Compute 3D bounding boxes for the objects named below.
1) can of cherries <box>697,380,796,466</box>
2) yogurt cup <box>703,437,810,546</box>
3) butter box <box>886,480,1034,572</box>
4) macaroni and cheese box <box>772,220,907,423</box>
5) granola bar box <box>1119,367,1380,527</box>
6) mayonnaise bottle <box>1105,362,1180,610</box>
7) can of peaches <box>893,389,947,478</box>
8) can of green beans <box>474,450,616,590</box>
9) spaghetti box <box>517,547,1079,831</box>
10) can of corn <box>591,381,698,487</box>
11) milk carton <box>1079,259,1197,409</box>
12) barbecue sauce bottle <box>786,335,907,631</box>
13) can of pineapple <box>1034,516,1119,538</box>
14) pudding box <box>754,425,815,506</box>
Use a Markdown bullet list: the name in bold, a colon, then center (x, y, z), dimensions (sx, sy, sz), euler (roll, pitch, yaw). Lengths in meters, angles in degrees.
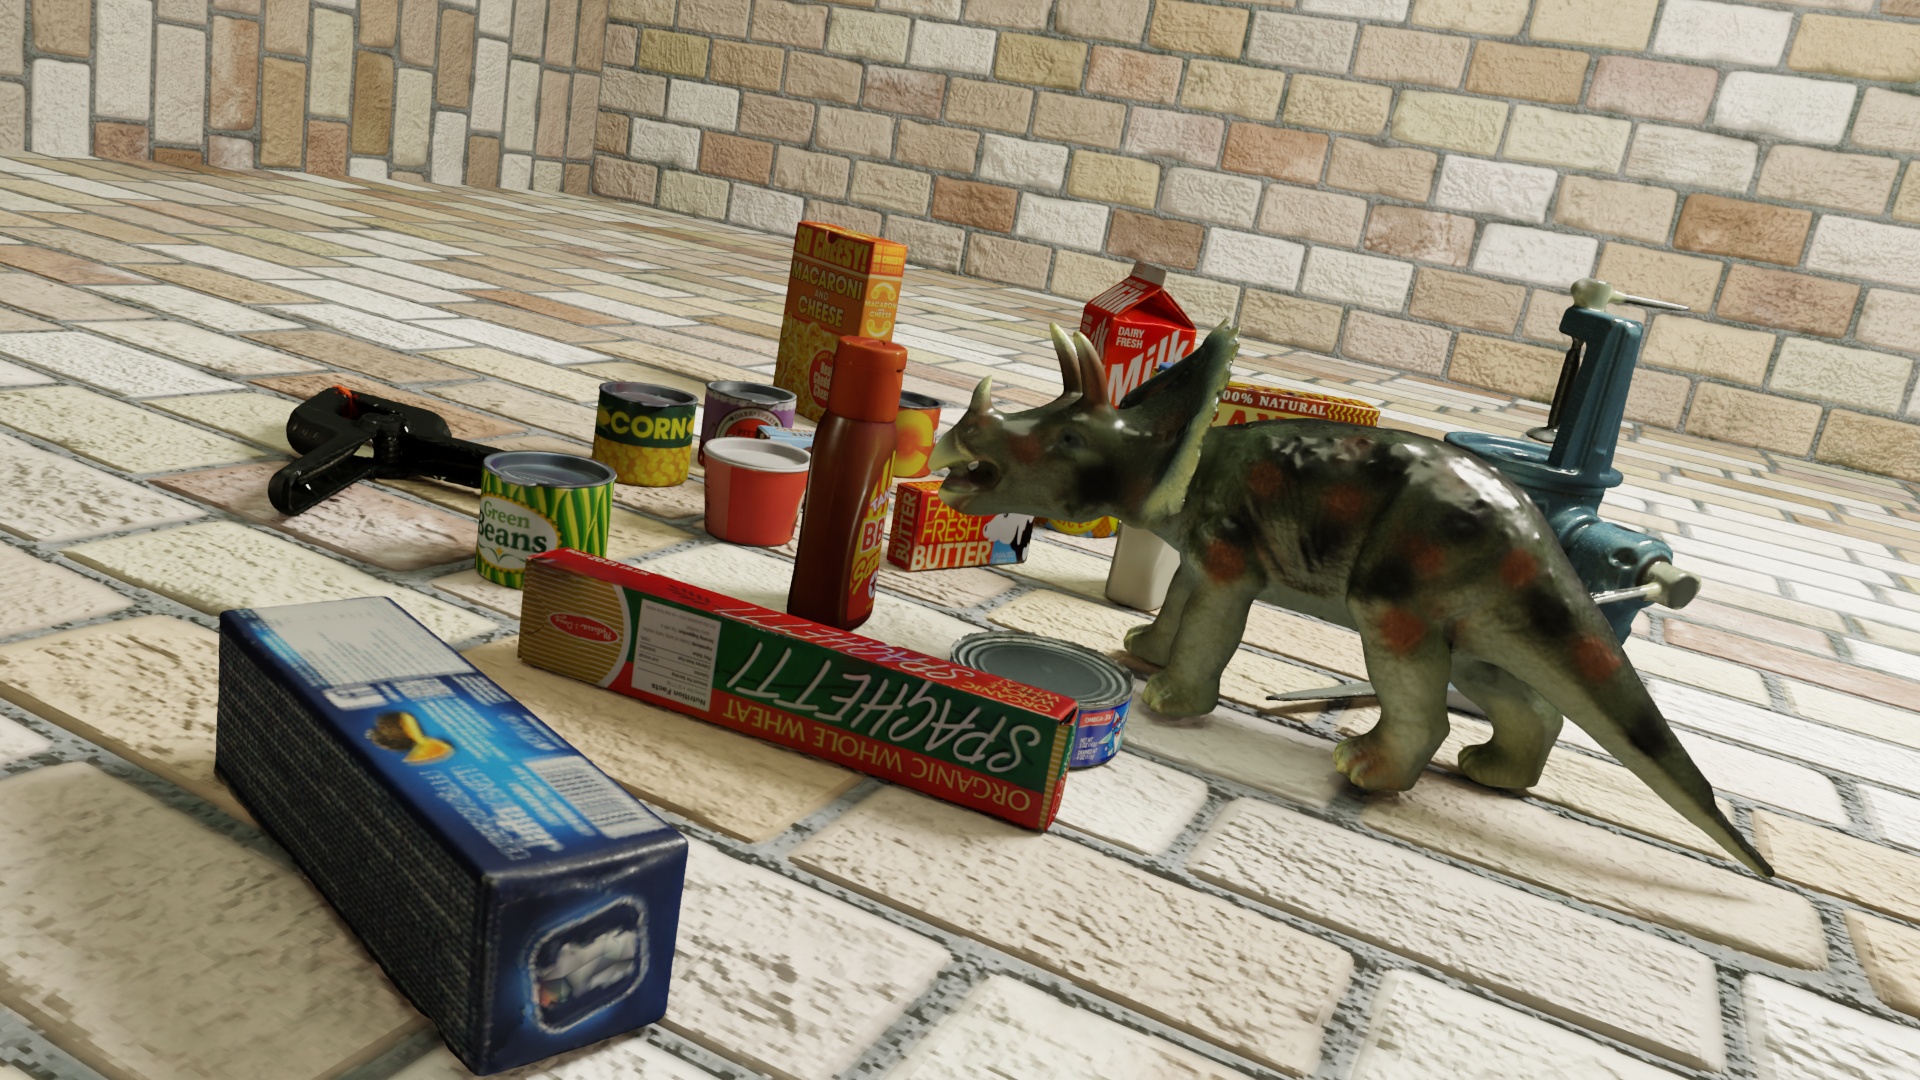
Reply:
- **can of cherries**: center (-0.156, -0.081, 1.011), dimensions (0.071, 0.058, 0.072), euler (10, 15, -3)
- **yogurt cup**: center (-0.127, -0.029, 0.853), dimensions (0.072, 0.053, 0.072), euler (10, 15, -3)
- **butter box**: center (0.003, -0.011, 0.873), dimensions (0.104, 0.053, 0.024), euler (-3, 20, -41)
- **macaroni and cheese box**: center (-0.109, -0.188, 1.220), dimensions (0.040, 0.166, 0.124), euler (-2, 19, -40)
- **granola bar box**: center (0.211, -0.053, 1.024), dimensions (0.166, 0.123, 0.039), euler (8, 15, -9)
- **mayonnaise bottle**: center (0.125, -0.034, 0.856), dimensions (0.041, 0.147, 0.065), euler (15, 16, 18)
- **can of peaches**: center (-0.049, -0.085, 1.095), dimensions (0.071, 0.058, 0.071), euler (10, 15, -3)
- **can of green beans**: center (-0.216, -0.011, 0.721), dimensions (0.071, 0.057, 0.071), euler (10, 15, -3)
- **spaghetti box**: center (-0.072, 0.059, 0.581), dimensions (0.250, 0.050, 0.029), euler (15, 16, 17)
- **can of corn**: center (-0.214, -0.072, 0.940), dimensions (0.071, 0.058, 0.071), euler (10, 15, -3)
- **milk carton**: center (0.132, -0.125, 1.107), dimensions (0.073, 0.190, 0.072), euler (6, 15, -16)
- **barbecue sauce bottle**: center (-0.058, -0.030, 0.723), dimensions (0.044, 0.148, 0.065), euler (13, 15, 9)
- **can of pineapple**: center (0.088, -0.038, 1.016), dimensions (0.071, 0.057, 0.071), euler (10, 15, -3)
- **pudding box**: center (-0.100, -0.050, 0.950), dimensions (0.084, 0.049, 0.030), euler (2, 17, -27)
